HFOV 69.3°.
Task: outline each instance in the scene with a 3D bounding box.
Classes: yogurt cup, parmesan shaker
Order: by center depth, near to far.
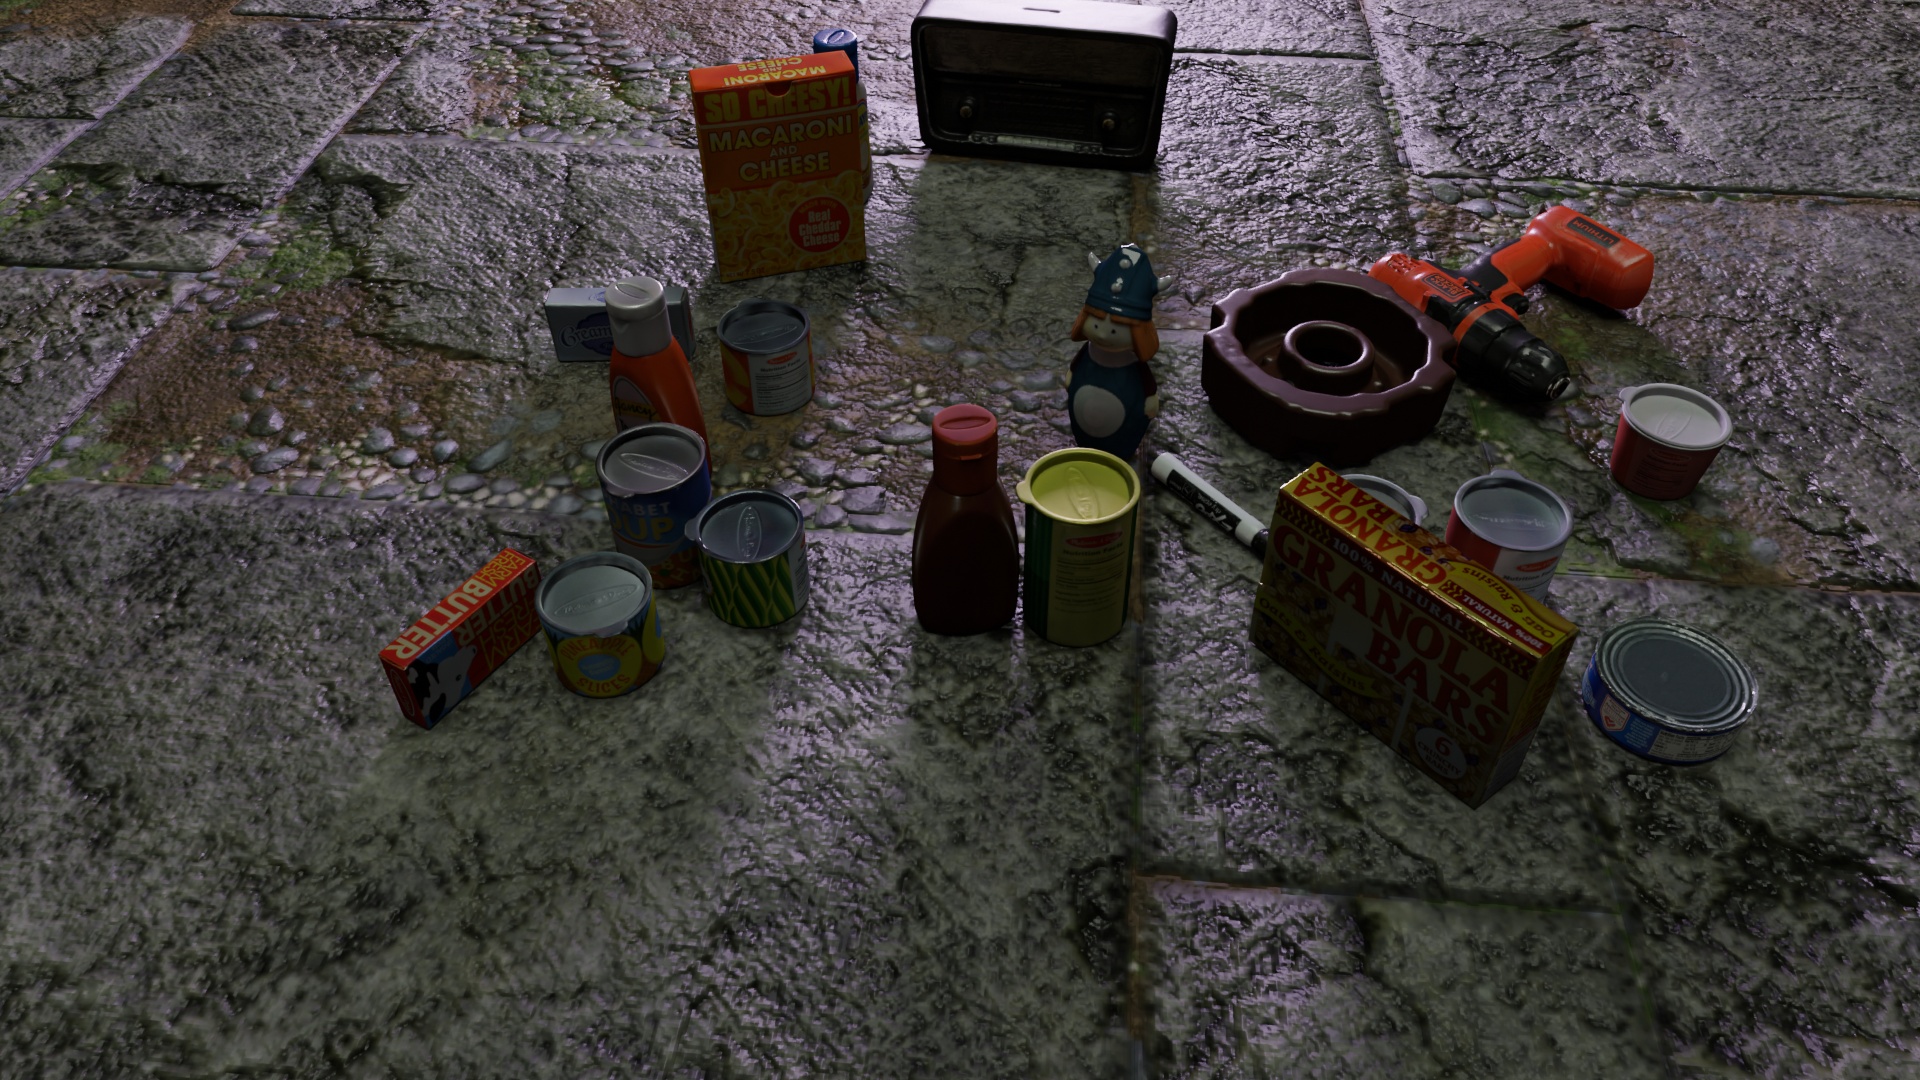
[{"bbox_3d":[0.067,0.005,0.824,0.071,0.102,0.072,0,43,0],"label":"parmesan shaker"},{"bbox_3d":[0.472,-0.064,0.932,0.072,0.053,0.073,0,43,0],"label":"yogurt cup"}]

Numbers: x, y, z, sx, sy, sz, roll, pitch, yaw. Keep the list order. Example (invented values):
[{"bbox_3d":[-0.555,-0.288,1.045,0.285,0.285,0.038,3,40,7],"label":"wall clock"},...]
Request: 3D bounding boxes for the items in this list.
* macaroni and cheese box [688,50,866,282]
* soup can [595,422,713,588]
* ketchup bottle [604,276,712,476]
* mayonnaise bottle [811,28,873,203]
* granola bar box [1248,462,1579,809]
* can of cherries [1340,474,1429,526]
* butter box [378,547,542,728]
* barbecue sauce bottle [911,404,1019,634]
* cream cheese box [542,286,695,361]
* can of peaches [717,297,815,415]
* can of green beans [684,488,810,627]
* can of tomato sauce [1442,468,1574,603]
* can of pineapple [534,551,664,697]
[{"bbox_3d":[-0.141,-0.292,1.096,0.124,0.165,0.040,-12,44,-12],"label":"macaroni and cheese box"},{"bbox_3d":[-0.188,-0.019,0.865,0.071,0.083,0.072,0,43,0],"label":"soup can"},{"bbox_3d":[-0.200,-0.101,0.905,0.065,0.148,0.044,23,48,23],"label":"ketchup bottle"},{"bbox_3d":[-0.101,-0.355,1.176,0.041,0.147,0.065,15,45,16],"label":"mayonnaise bottle"},{"bbox_3d":[0.238,0.051,0.759,0.039,0.123,0.166,-30,51,-28],"label":"granola bar box"},{"bbox_3d":[0.248,0.002,0.858,0.071,0.058,0.072,0,43,0],"label":"can of cherries"},{"bbox_3d":[-0.286,0.055,0.808,0.024,0.052,0.104,22,48,22],"label":"butter box"},{"bbox_3d":[0.003,-0.010,0.807,0.065,0.147,0.044,-7,44,-7],"label":"barbecue sauce bottle"},{"bbox_3d":[-0.254,-0.162,1.039,0.104,0.053,0.024,-1,43,0],"label":"cream cheese box"},{"bbox_3d":[-0.140,-0.133,1.005,0.071,0.057,0.071,0,43,0],"label":"can of peaches"},{"bbox_3d":[-0.127,0.011,0.851,0.071,0.057,0.071,0,43,0],"label":"can of green beans"},{"bbox_3d":[0.319,0.011,0.831,0.071,0.082,0.071,0,43,0],"label":"can of tomato sauce"},{"bbox_3d":[-0.209,0.051,0.810,0.071,0.057,0.071,0,43,0],"label":"can of pineapple"}]
